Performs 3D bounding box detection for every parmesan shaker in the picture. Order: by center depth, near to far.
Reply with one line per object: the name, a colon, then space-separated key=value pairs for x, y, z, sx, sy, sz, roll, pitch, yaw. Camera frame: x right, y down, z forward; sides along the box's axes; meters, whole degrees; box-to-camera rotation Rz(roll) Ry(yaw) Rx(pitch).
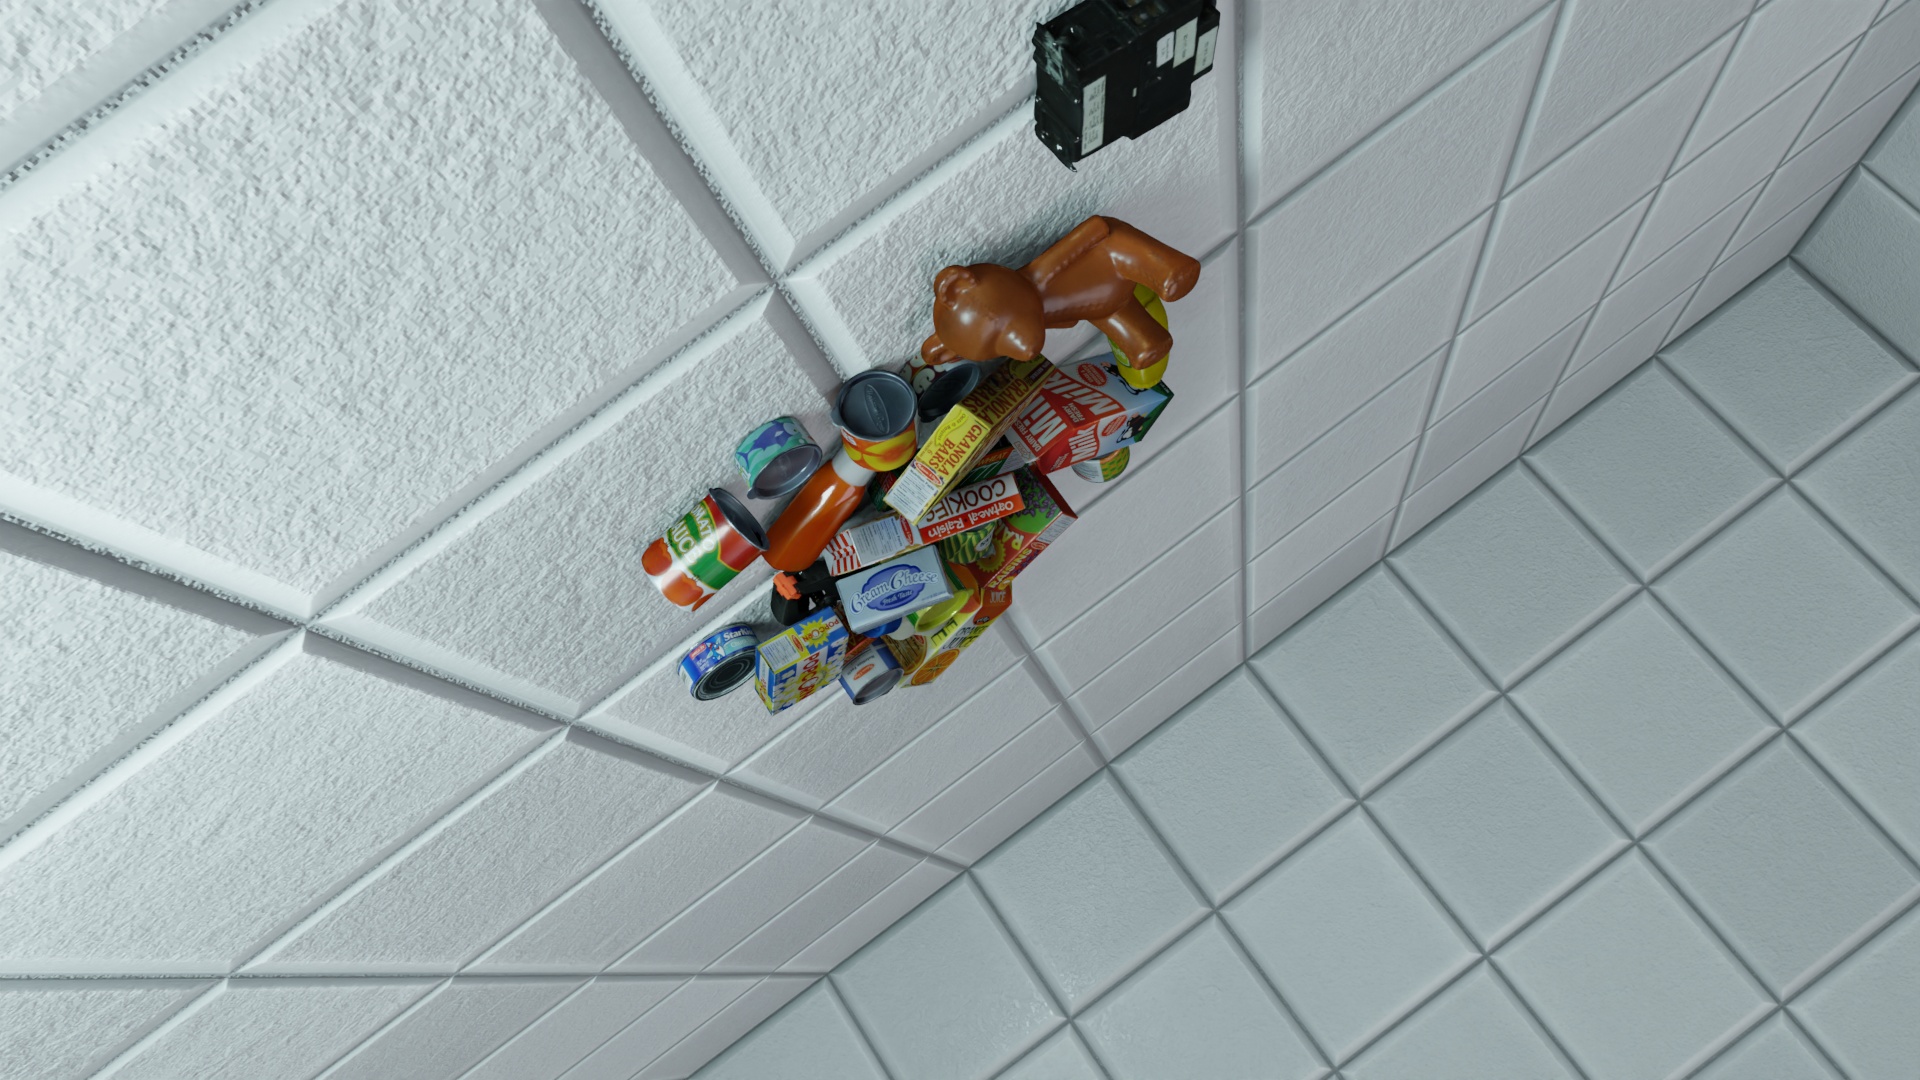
parmesan shaker: x=-0.044 y=0.031 z=1.399 sx=0.071 sy=0.103 sz=0.071 roll=-31 pitch=159 yaw=-13

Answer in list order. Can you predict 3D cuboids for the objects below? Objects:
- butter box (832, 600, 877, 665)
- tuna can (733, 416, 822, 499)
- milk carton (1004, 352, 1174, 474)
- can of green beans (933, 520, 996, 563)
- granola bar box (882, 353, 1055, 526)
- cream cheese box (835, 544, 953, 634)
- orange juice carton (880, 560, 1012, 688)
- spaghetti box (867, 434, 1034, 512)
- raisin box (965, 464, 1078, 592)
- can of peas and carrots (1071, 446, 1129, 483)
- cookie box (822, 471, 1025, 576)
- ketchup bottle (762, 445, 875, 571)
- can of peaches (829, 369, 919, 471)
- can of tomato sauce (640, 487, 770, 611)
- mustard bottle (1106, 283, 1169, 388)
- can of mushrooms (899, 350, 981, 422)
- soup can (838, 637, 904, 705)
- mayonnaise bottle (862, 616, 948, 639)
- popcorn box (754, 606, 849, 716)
butter box: x=-0.145 y=0.115 z=1.487 sx=0.103 sy=0.053 sz=0.024 roll=-39 pitch=161 yaw=5
tuna can: x=-0.150 y=-0.065 z=1.122 sx=0.071 sy=0.033 sz=0.070 roll=-32 pitch=159 yaw=-14
milk carton: x=0.113 y=-0.124 z=1.364 sx=0.191 sy=0.072 sz=0.073 roll=-20 pitch=154 yaw=-38
can of green beans: x=0.003 y=-0.019 z=1.421 sx=0.071 sy=0.071 sz=0.057 roll=-28 pitch=157 yaw=-23
granola bar box: x=0.011 y=-0.095 z=1.221 sx=0.123 sy=0.039 sz=0.166 roll=-50 pitch=178 yaw=35
cream cheese box: x=-0.064 y=0.048 z=1.346 sx=0.104 sy=0.053 sz=0.024 roll=-21 pitch=160 yaw=3
orange juice carton: x=-0.013 y=0.083 z=1.603 sx=0.192 sy=0.073 sz=0.072 roll=-46 pitch=158 yaw=21
spaghetti box: x=0.017 y=-0.081 z=1.363 sx=0.251 sy=0.029 sz=0.050 roll=-19 pitch=153 yaw=-40
raisin box: x=0.052 y=-0.017 z=1.476 sx=0.123 sy=0.086 sz=0.040 roll=-44 pitch=152 yaw=18
can of peas and carrots: x=0.146 y=-0.104 z=1.475 sx=0.071 sy=0.071 sz=0.058 roll=-36 pitch=159 yaw=-2
cookie box: x=-0.038 y=-0.015 z=1.304 sx=0.168 sy=0.040 sz=0.122 roll=-20 pitch=-179 yaw=-19
ketchup bottle: x=-0.117 y=-0.035 z=1.223 sx=0.148 sy=0.043 sz=0.065 roll=-49 pitch=159 yaw=29
can of peaches: x=-0.069 y=-0.097 z=1.139 sx=0.071 sy=0.071 sz=0.058 roll=-33 pitch=160 yaw=-12
can of tomato sauce: x=-0.210 y=0.007 z=1.134 sx=0.083 sy=0.071 sz=0.071 roll=-40 pitch=159 yaw=9
mustard bottle: x=0.167 y=-0.185 z=1.303 sx=0.049 sy=0.065 sz=0.159 roll=-32 pitch=147 yaw=-4
can of mushrooms: x=-0.019 y=-0.136 z=1.182 sx=0.071 sy=0.033 sz=0.070 roll=-33 pitch=159 yaw=-14
soup can: x=-0.111 y=0.129 z=1.527 sx=0.071 sy=0.084 sz=0.071 roll=-31 pitch=159 yaw=-14
mayonnaise bottle: x=-0.064 y=0.078 z=1.500 sx=0.041 sy=0.065 sz=0.148 roll=-43 pitch=167 yaw=20
popcorn box: x=-0.161 y=0.122 z=1.393 sx=0.085 sy=0.038 sz=0.126 roll=-29 pitch=162 yaw=-21
